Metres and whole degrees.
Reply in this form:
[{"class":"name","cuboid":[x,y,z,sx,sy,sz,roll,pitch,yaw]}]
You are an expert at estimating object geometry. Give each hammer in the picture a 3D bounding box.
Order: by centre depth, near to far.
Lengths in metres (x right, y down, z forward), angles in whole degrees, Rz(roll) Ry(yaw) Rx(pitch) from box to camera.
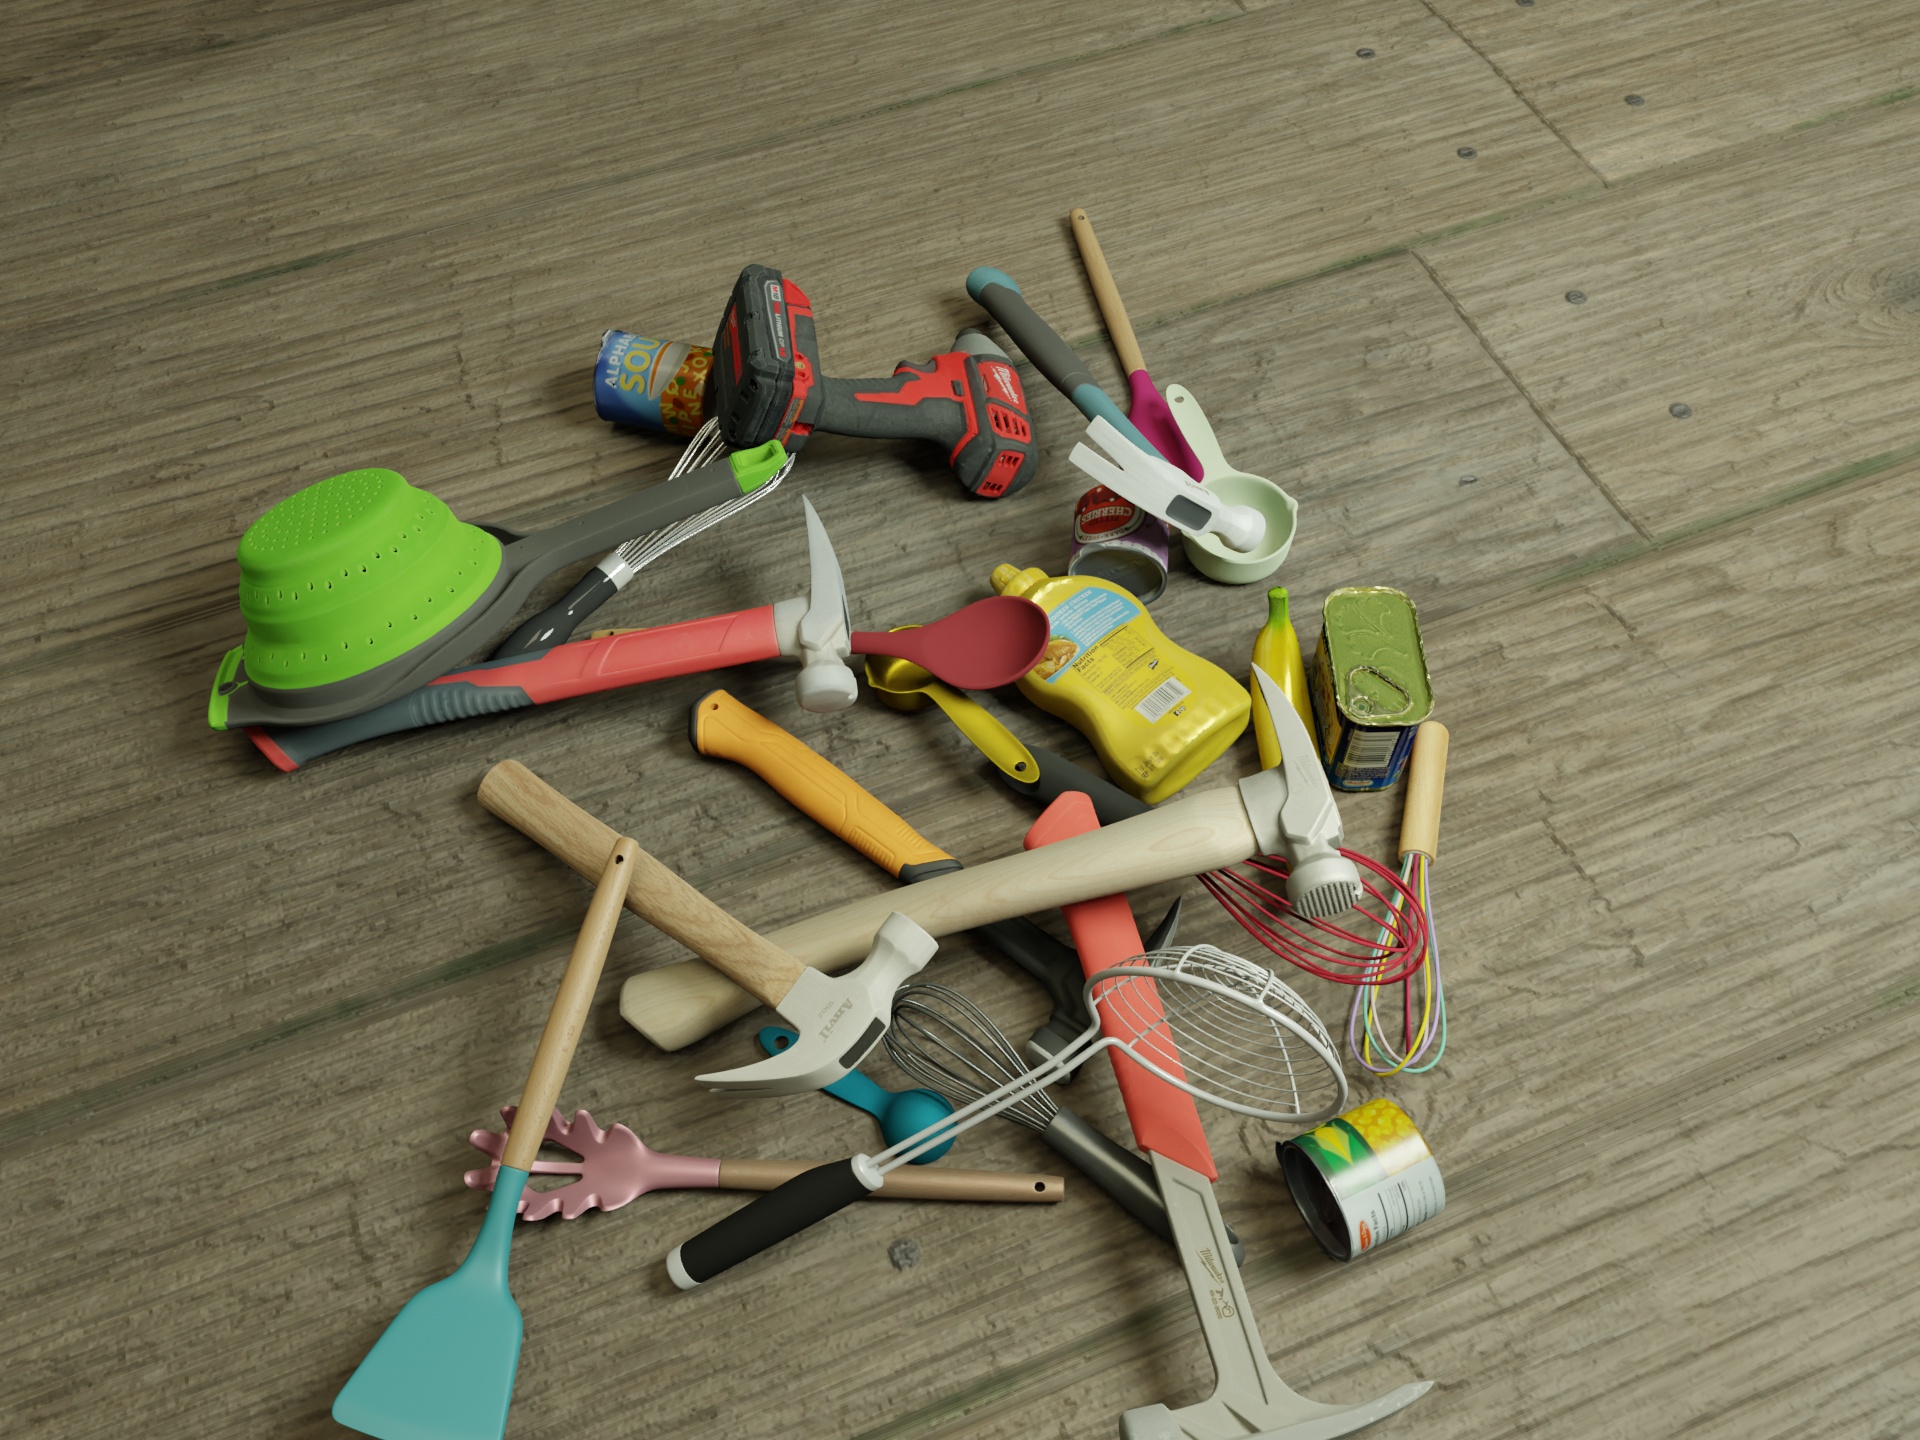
[{"class":"hammer","cuboid":[0.112,0.194,0.835,0.149,0.036,0.359,-9,57,-10]},{"class":"hammer","cuboid":[0.001,0.092,0.879,0.410,0.038,0.146,-18,53,10]},{"class":"hammer","cuboid":[-0.171,0.103,0.902,0.331,0.031,0.130,27,71,35]},{"class":"hammer","cuboid":[-0.031,0.072,0.963,0.337,0.034,0.127,34,64,21]},{"class":"hammer","cuboid":[-0.262,-0.042,1.008,0.386,0.038,0.143,-11,65,3]},{"class":"hammer","cuboid":[0.084,-0.229,1.102,0.128,0.033,0.331,16,30,-38]}]

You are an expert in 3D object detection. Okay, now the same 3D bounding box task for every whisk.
[{"class":"whisk","cuboid":[0.052,0.218,0.861,0.239,0.055,0.055,34,64,16]},{"class":"whisk","cuboid":[0.133,0.073,0.916,0.296,0.073,0.073,25,59,36]},{"class":"whisk","cuboid":[0.269,0.099,0.933,0.051,0.047,0.245,12,54,11]},{"class":"whisk","cuboid":[-0.214,-0.123,1.089,0.070,0.070,0.284,36,69,22]}]

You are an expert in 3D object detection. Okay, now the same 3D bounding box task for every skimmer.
[{"class":"skimmer","cuboid":[0.007,0.214,0.768,0.363,0.127,0.090,-31,34,13]}]

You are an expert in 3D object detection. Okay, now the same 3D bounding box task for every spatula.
[{"class":"spatula","cuboid":[-0.222,0.205,0.823,0.082,0.044,0.318,13,68,4]}]

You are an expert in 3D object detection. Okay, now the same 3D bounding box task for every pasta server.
[{"class":"pasta server","cuboid":[-0.102,0.243,0.851,0.316,0.040,0.060,2,69,2]}]

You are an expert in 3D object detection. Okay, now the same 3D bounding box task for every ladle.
[{"class":"ladle","cuboid":[-0.094,-0.050,1.025,0.315,0.031,0.069,2,59,15]}]

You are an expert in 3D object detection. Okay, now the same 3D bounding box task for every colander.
[{"class":"colander","cuboid":[-0.307,-0.125,1.008,0.397,0.094,0.205,-23,34,-3]}]

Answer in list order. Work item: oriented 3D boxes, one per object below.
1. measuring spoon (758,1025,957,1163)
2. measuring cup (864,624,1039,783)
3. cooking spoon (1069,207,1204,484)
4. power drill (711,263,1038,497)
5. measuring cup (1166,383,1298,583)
[{"class":"measuring spoon","cuboid":[-0.060,0.201,0.885,0.129,0.021,0.042,27,61,16]},{"class":"measuring cup","cuboid":[-0.002,-0.003,1.007,0.062,0.029,0.157,-36,57,-16]},{"class":"cooking spoon","cuboid":[0.127,-0.278,1.200,0.068,0.017,0.319,-11,58,-6]},{"class":"power drill","cuboid":[-0.055,-0.237,1.110,0.219,0.078,0.143,7,53,-24]},{"class":"measuring cup","cuboid":[0.176,-0.165,1.109,0.083,0.038,0.168,-15,59,-7]}]
